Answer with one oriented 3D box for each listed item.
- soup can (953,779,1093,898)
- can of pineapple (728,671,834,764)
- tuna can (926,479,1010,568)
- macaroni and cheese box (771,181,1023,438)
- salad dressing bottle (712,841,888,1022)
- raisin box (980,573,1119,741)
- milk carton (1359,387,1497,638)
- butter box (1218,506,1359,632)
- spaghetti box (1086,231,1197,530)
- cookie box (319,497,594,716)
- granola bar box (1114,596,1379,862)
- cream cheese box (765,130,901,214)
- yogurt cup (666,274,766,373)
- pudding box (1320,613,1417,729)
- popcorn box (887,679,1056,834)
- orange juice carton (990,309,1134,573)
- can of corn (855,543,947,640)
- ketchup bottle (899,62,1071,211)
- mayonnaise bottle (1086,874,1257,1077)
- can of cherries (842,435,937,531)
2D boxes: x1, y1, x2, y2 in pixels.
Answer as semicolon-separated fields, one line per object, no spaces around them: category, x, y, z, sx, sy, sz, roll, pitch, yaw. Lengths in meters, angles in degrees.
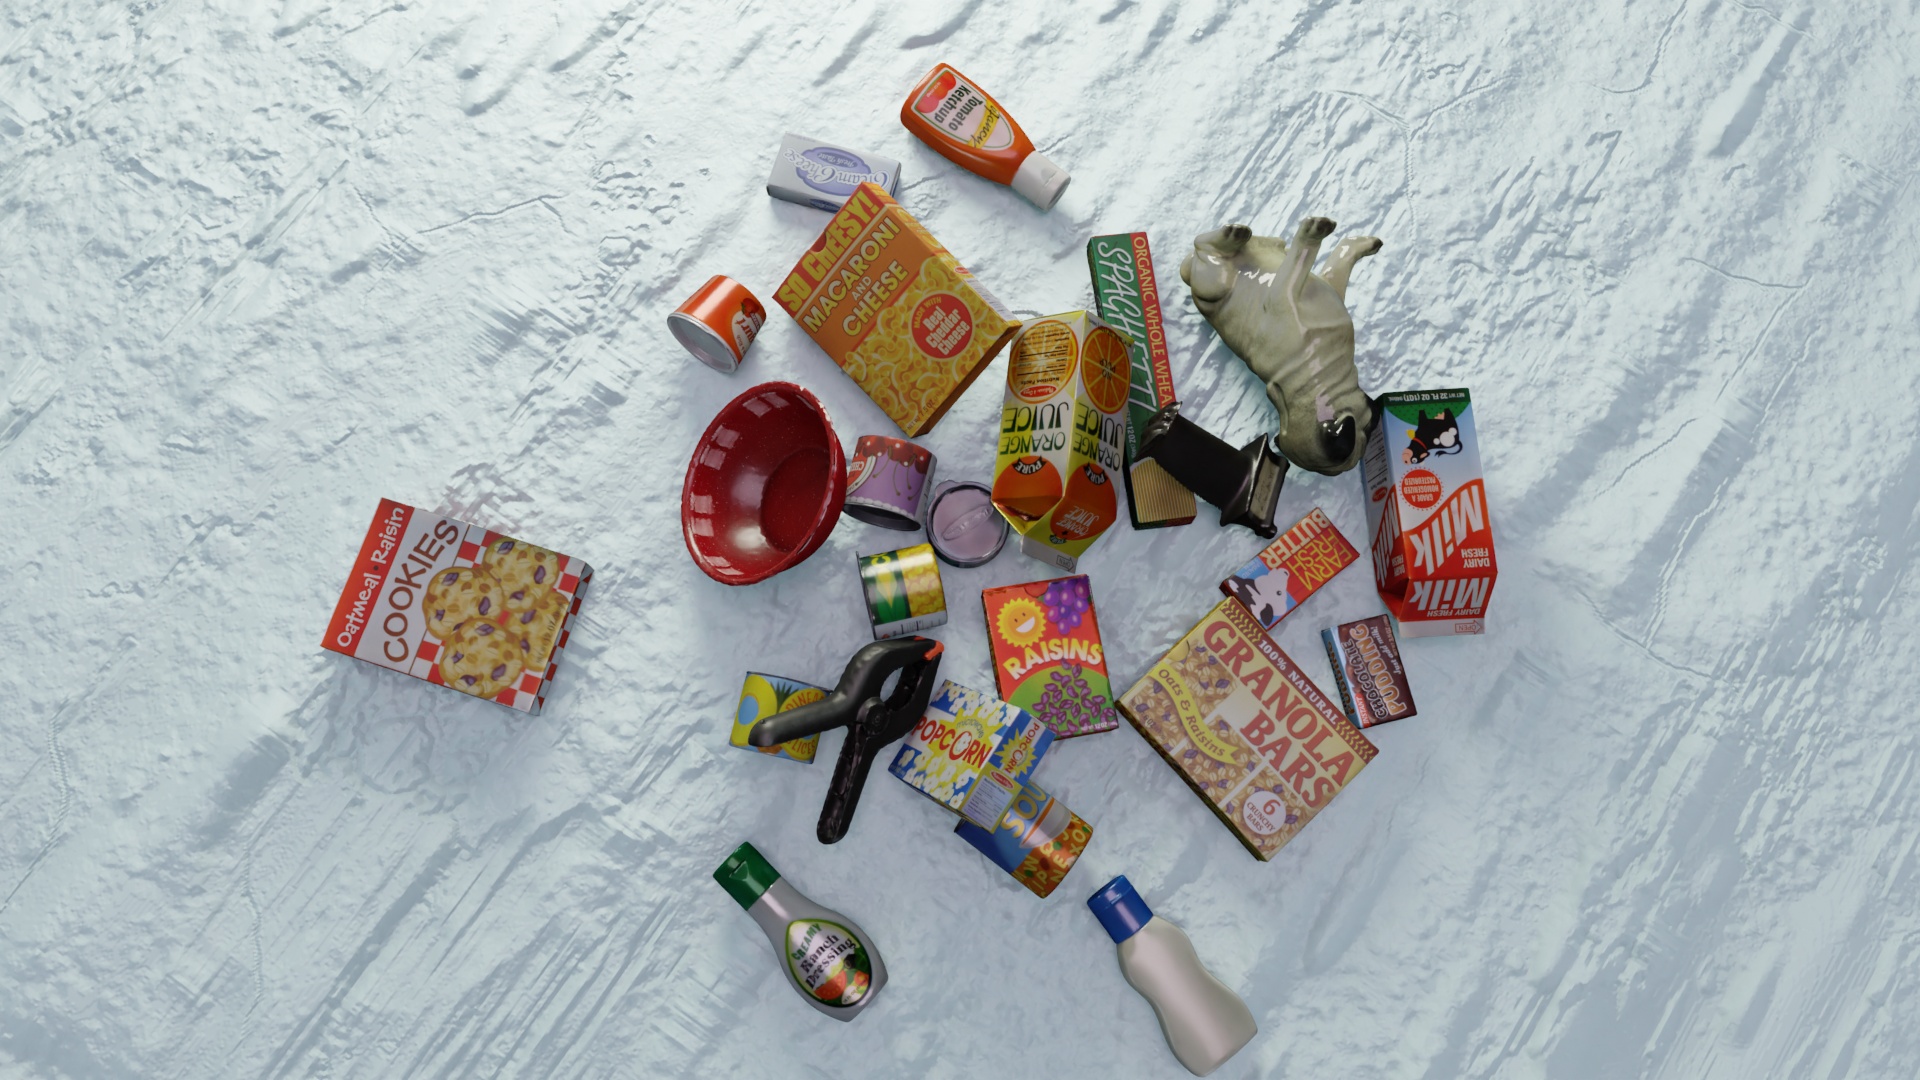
soup can;0.049;0.214;1.037;0.084;0.071;0.071;36;79;5
can of pineapple;-0.135;0.134;1.047;0.071;0.071;0.058;13;79;0
tuna can;0.004;-0.014;1.103;0.071;0.032;0.071;1;78;-3
macaroni and cheese box;-0.052;-0.183;1.105;0.166;0.040;0.123;45;111;7
salad dressing bottle;-0.120;0.287;1.027;0.148;0.044;0.064;43;78;7
raisin box;0.068;0.094;1.080;0.086;0.040;0.123;-9;78;-4
milk carton;0.369;-0.019;1.099;0.072;0.073;0.191;-3;78;-4
butter box;0.263;0.024;1.111;0.104;0.024;0.053;-37;81;-9
spaghetti box;0.147;-0.134;1.137;0.050;0.028;0.250;-7;79;-5
cookie box;-0.385;0.051;1.069;0.167;0.040;0.123;18;78;0
granola bar box;0.220;0.145;1.075;0.124;0.039;0.165;-42;83;-10
cream cheese box;-0.105;-0.303;1.164;0.104;0.024;0.053;15;78;1
yogurt cup;-0.193;-0.176;1.114;0.072;0.072;0.054;33;71;4
pudding box;0.321;0.104;1.093;0.050;0.030;0.084;-13;79;-4
popcorn box;0.005;0.156;1.020;0.038;0.126;0.085;40;77;-24
orange juice carton;0.079;-0.075;1.086;0.073;0.072;0.193;-3;74;40
can of corn;-0.045;0.037;1.072;0.058;0.071;0.071;-12;79;-6
ketchup bottle;0.024;-0.334;1.167;0.149;0.043;0.065;38;79;5
mayonnaise bottle;0.153;0.320;1.035;0.065;0.041;0.148;-35;81;-10
can of cherries;-0.059;-0.045;1.089;0.071;0.071;0.058;14;78;1
